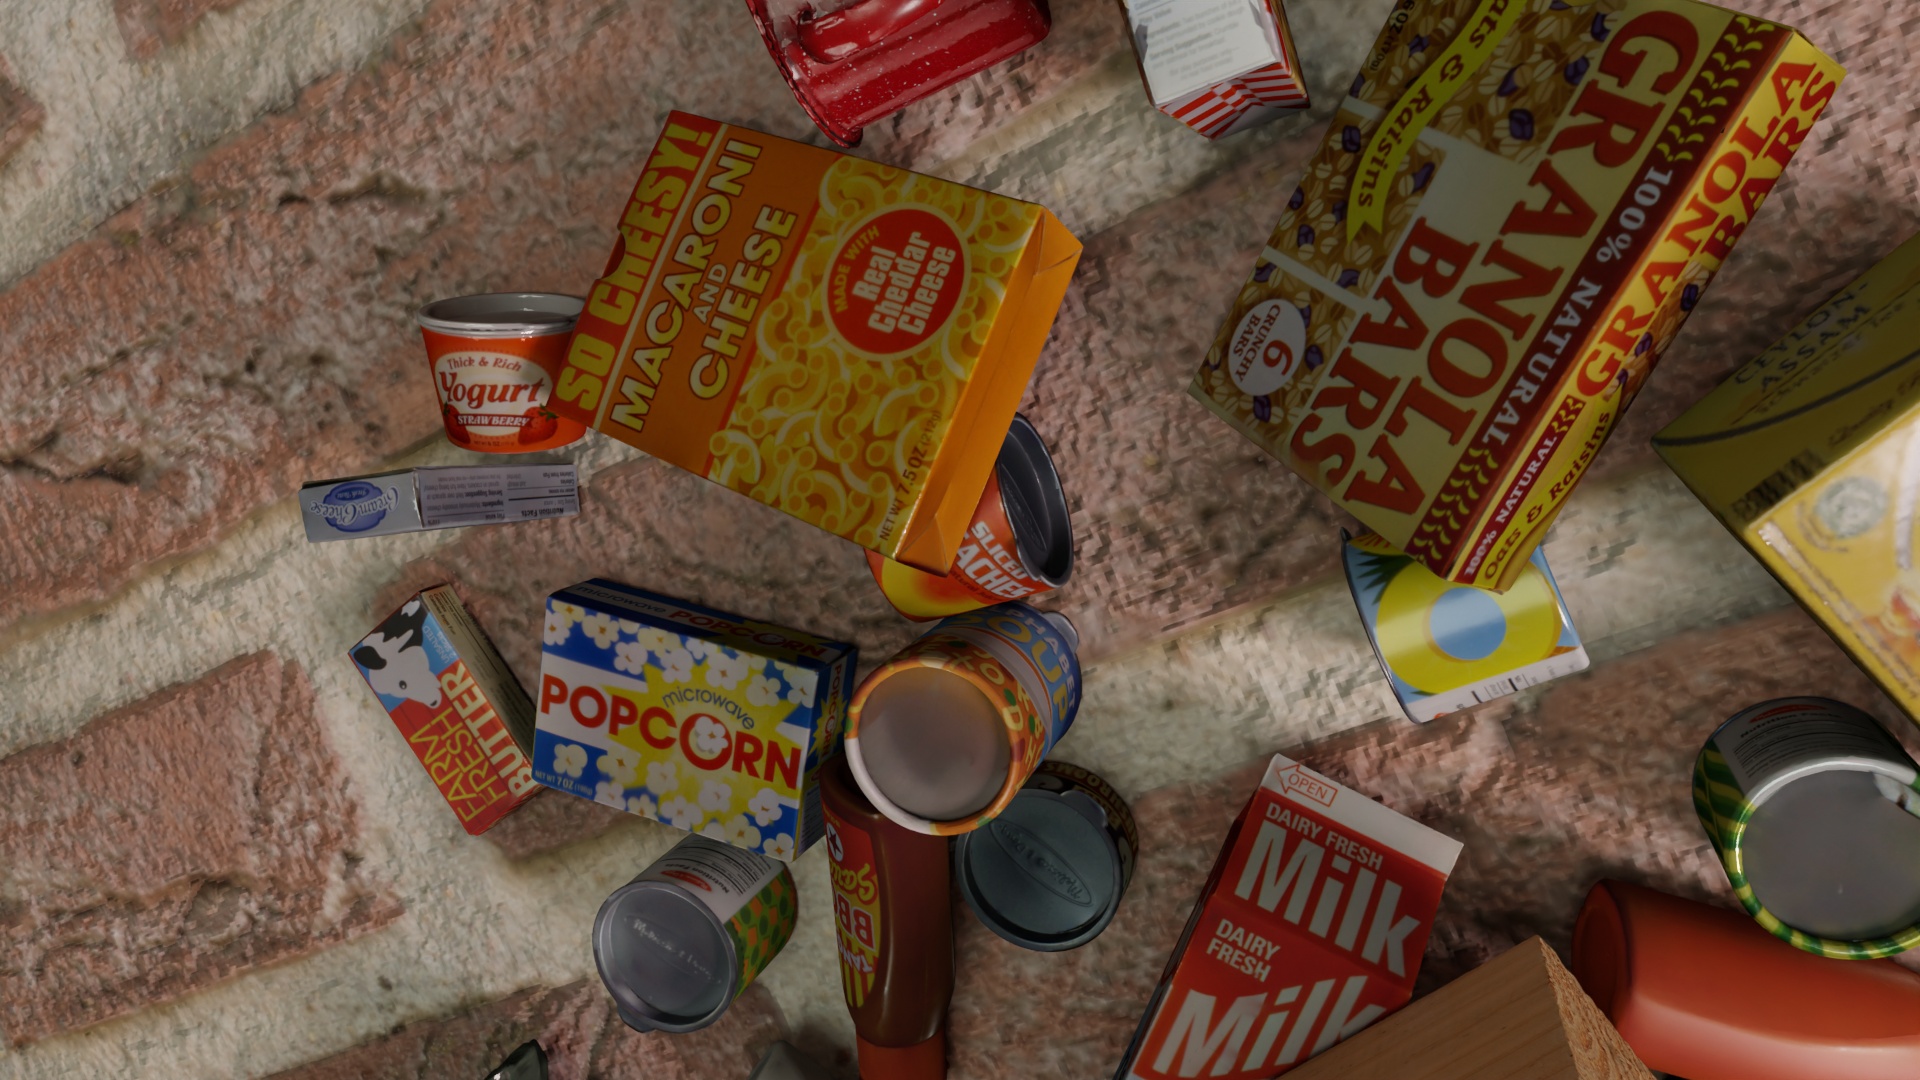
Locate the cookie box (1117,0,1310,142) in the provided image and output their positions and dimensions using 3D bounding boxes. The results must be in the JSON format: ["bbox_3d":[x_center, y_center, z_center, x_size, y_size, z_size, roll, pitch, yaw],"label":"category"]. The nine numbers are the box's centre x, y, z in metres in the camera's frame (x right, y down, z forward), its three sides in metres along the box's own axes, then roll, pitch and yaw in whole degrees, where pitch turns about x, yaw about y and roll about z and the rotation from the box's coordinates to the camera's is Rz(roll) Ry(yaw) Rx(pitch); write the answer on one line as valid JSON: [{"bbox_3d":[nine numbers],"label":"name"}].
[{"bbox_3d":[0.060,-0.210,0.416,0.040,0.123,0.167,-16,96,20],"label":"cookie box"}]

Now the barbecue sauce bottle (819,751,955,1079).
[{"bbox_3d":[-0.027,0.160,0.556,0.065,0.044,0.148,29,126,58],"label":"barbecue sauce bottle"}]

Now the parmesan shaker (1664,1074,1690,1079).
[{"bbox_3d":[0.264,0.217,0.442,0.071,0.103,0.071,4,102,18],"label":"parmesan shaker"}]

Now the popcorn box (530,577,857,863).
[{"bbox_3d":[-0.113,0.072,0.576,0.127,0.038,0.085,13,104,16],"label":"popcorn box"}]

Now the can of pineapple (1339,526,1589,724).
[{"bbox_3d":[0.165,0.019,0.457,0.058,0.071,0.071,-23,93,21],"label":"can of pineapple"}]

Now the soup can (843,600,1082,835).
[{"bbox_3d":[0.005,0.061,0.510,0.071,0.084,0.071,4,102,18],"label":"soup can"}]

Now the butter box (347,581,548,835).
[{"bbox_3d":[-0.224,0.076,0.622,0.053,0.024,0.103,-35,88,21],"label":"butter box"}]

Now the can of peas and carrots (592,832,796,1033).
[{"bbox_3d":[-0.111,0.164,0.583,0.071,0.059,0.070,4,103,18],"label":"can of peas and carrots"}]

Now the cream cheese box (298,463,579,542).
[{"bbox_3d":[-0.204,-0.017,0.555,0.053,0.104,0.024,-6,92,18],"label":"cream cheese box"}]

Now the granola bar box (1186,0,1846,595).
[{"bbox_3d":[0.154,-0.086,0.419,0.124,0.039,0.165,46,117,46],"label":"granola bar box"}]

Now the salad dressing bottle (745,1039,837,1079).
[{"bbox_3d":[-0.030,0.271,0.579,0.148,0.064,0.044,37,77,1],"label":"salad dressing bottle"}]

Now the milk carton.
[{"bbox_3d":[0.107,0.173,0.503,0.072,0.074,0.190,25,107,11],"label":"milk carton"}]

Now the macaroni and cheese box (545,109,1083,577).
[{"bbox_3d":[-0.057,-0.075,0.489,0.166,0.040,0.123,22,89,28],"label":"macaroni and cheese box"}]

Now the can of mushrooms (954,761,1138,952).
[{"bbox_3d":[0.035,0.120,0.538,0.071,0.033,0.071,4,102,19],"label":"can of mushrooms"}]

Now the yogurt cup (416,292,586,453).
[{"bbox_3d":[-0.180,-0.068,0.559,0.072,0.073,0.053,8,112,17],"label":"yogurt cup"}]

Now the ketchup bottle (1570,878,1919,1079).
[{"bbox_3d":[0.281,0.156,0.449,0.149,0.065,0.043,14,119,8],"label":"ketchup bottle"}]

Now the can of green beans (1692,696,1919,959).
[{"bbox_3d":[0.273,0.089,0.438,0.071,0.058,0.071,4,102,18],"label":"can of green beans"}]

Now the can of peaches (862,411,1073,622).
[{"bbox_3d":[0.002,-0.006,0.505,0.058,0.071,0.071,-16,96,22],"label":"can of peaches"}]
